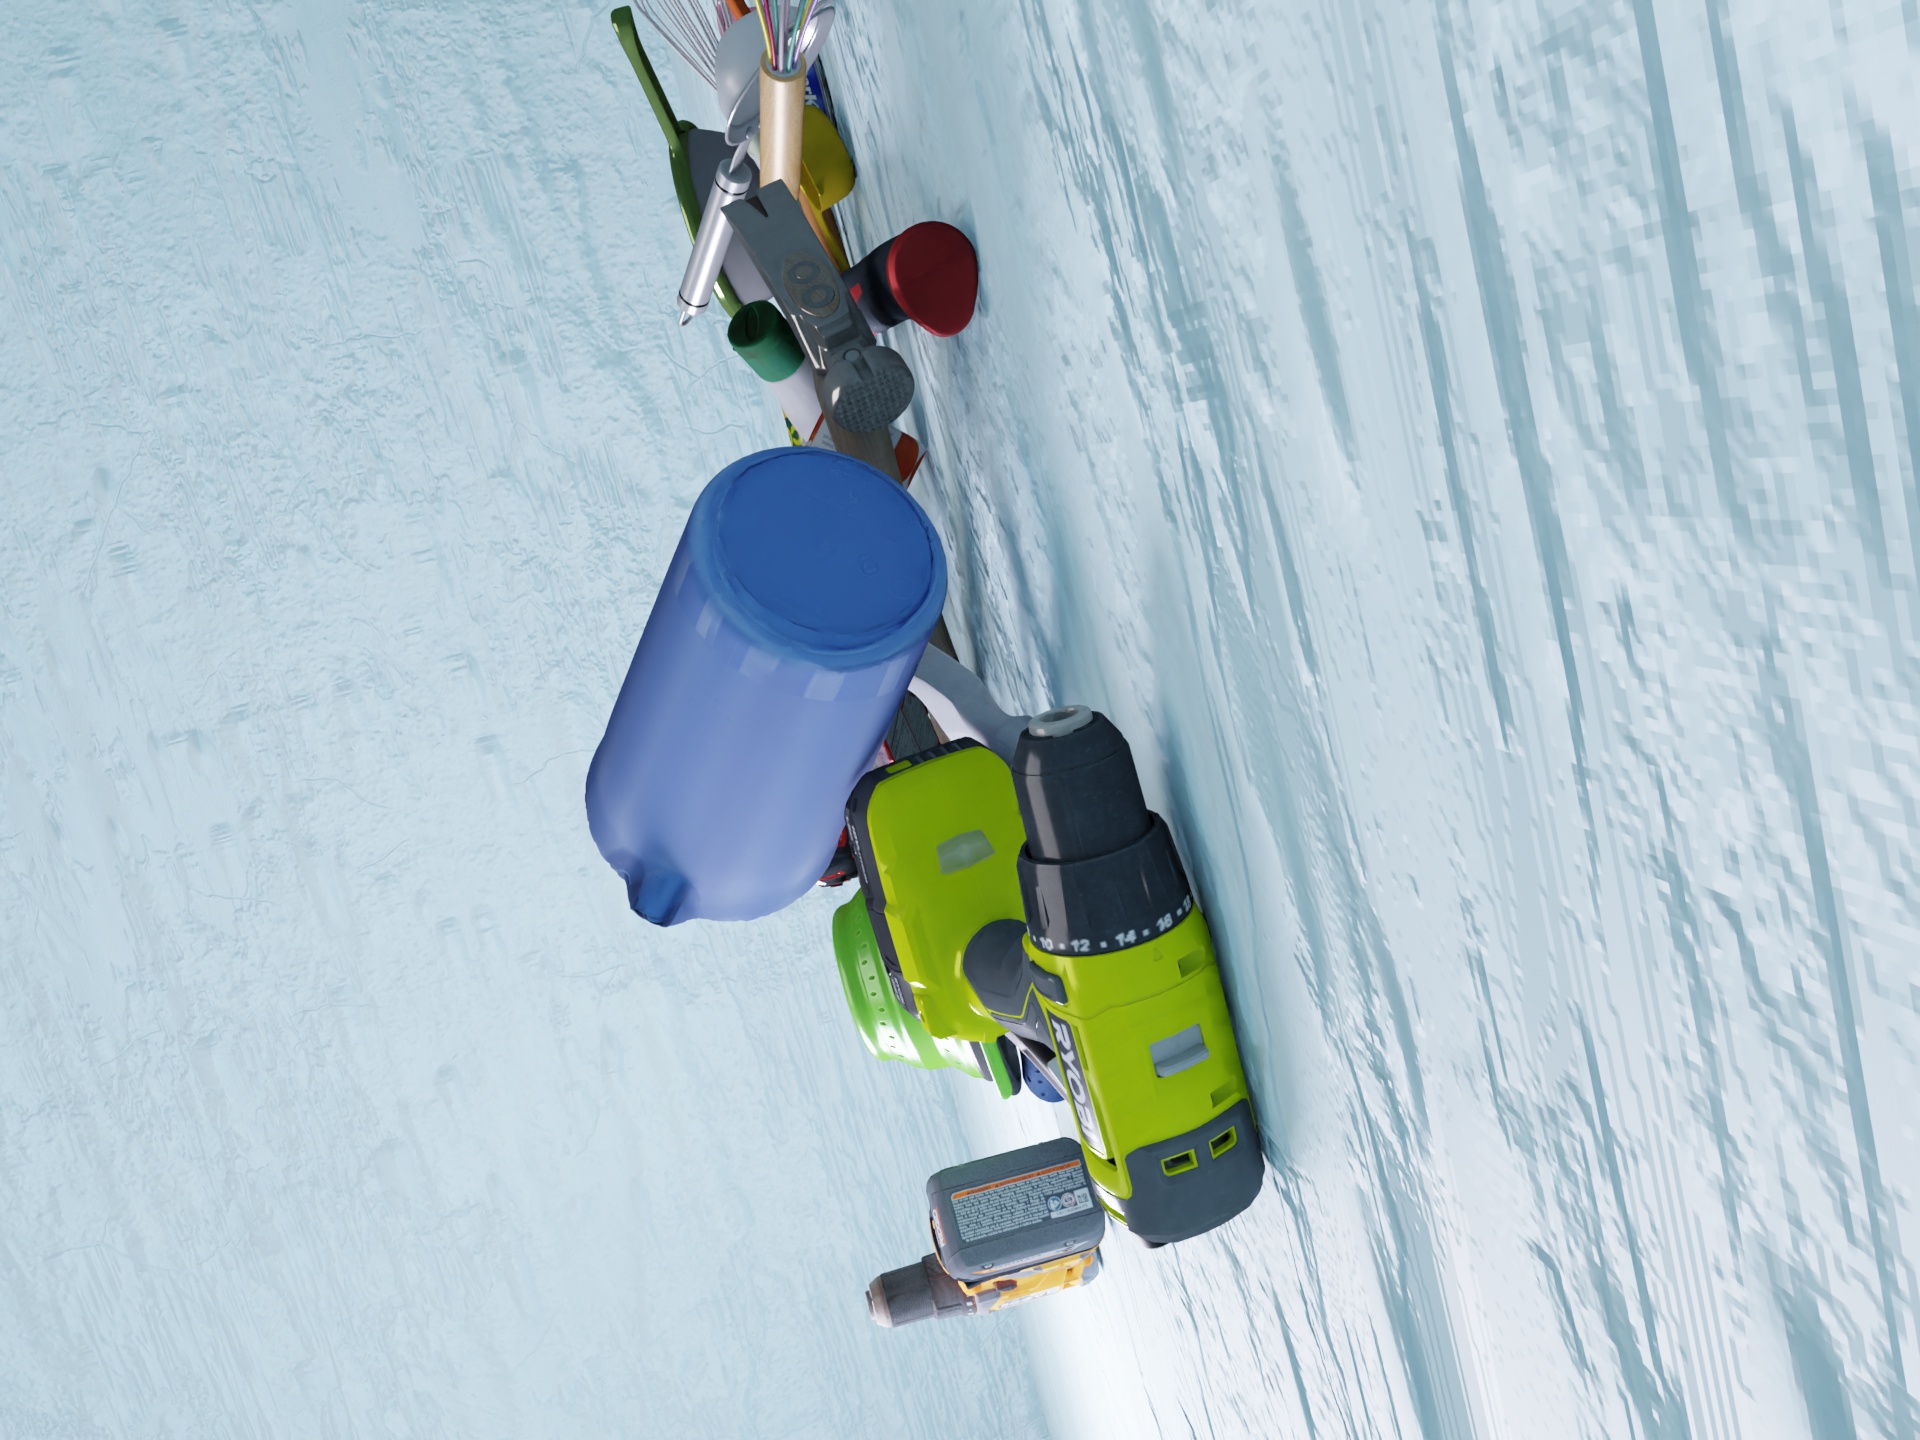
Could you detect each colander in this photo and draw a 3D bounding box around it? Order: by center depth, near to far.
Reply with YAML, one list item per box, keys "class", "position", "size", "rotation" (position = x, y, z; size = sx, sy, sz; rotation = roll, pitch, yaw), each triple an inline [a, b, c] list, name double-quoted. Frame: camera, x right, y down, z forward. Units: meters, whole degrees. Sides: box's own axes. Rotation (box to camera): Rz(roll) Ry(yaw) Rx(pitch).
- class: "colander"
  position: [-0.035, 0.141, 1.174]
  size: [0.397, 0.094, 0.204]
  rotation: [-99, -9, -69]

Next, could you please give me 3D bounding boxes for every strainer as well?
- class: "strainer"
  position: [-0.124, -0.303, 0.866]
  size: [0.050, 0.087, 0.258]
  rotation: [36, 143, 0]
- class: "strainer"
  position: [-0.169, -0.402, 1.134]
  size: [0.256, 0.069, 0.152]
  rotation: [65, -166, -57]

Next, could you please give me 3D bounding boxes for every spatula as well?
- class: "spatula"
  position: [-0.108, -0.402, 1.021]
  size: [0.081, 0.041, 0.322]
  rotation: [-145, 36, -82]

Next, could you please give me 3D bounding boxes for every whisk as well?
- class: "whisk"
  position: [-0.076, -0.312, 0.719]
  size: [0.051, 0.047, 0.245]
  rotation: [49, 163, 9]
- class: "whisk"
  position: [-0.145, -0.407, 1.051]
  size: [0.246, 0.059, 0.058]
  rotation: [61, -177, -8]

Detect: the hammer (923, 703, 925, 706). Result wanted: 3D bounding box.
- class: "hammer"
  position: [-0.046, -0.070, 1.128]
  size: [0.334, 0.035, 0.146]
  rotation: [77, -165, -77]

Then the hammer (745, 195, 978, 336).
- class: "hammer"
  position: [-0.055, -0.227, 0.806]
  size: [0.143, 0.038, 0.386]
  rotation: [62, 175, -14]

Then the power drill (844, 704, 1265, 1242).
- class: "power drill"
  position: [0.029, 0.077, 0.636]
  size: [0.229, 0.080, 0.190]
  rotation: [20, 127, 67]

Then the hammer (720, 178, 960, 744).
- class: "hammer"
  position: [-0.038, -0.099, 0.861]
  size: [0.146, 0.038, 0.410]
  rotation: [61, 174, 29]

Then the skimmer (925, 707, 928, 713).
- class: "skimmer"
  position: [-0.051, 0.074, 1.395]
  size: [0.127, 0.090, 0.363]
  rotation: [-40, -58, -62]

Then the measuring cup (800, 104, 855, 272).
- class: "measuring cup"
  position: [-0.069, -0.299, 0.948]
  size: [0.062, 0.029, 0.156]
  rotation: [56, 177, 33]

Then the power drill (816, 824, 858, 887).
- class: "power drill"
  position: [-0.097, 0.007, 1.147]
  size: [0.188, 0.080, 0.227]
  rotation: [61, -156, -82]

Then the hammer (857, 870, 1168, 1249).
- class: "hammer"
  position: [0.013, 0.145, 0.871]
  size: [0.337, 0.034, 0.127]
  rotation: [39, 156, 59]

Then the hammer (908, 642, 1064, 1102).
- class: "hammer"
  position: [0.024, 0.106, 0.923]
  size: [0.144, 0.035, 0.405]
  rotation: [40, 157, 36]

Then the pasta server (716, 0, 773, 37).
- class: "pasta server"
  position: [-0.113, -0.372, 1.131]
  size: [0.060, 0.040, 0.316]
  rotation: [-119, 10, -64]

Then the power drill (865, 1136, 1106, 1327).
- class: "power drill"
  position: [0.017, 0.396, 1.192]
  size: [0.226, 0.185, 0.084]
  rotation: [90, 165, -59]
